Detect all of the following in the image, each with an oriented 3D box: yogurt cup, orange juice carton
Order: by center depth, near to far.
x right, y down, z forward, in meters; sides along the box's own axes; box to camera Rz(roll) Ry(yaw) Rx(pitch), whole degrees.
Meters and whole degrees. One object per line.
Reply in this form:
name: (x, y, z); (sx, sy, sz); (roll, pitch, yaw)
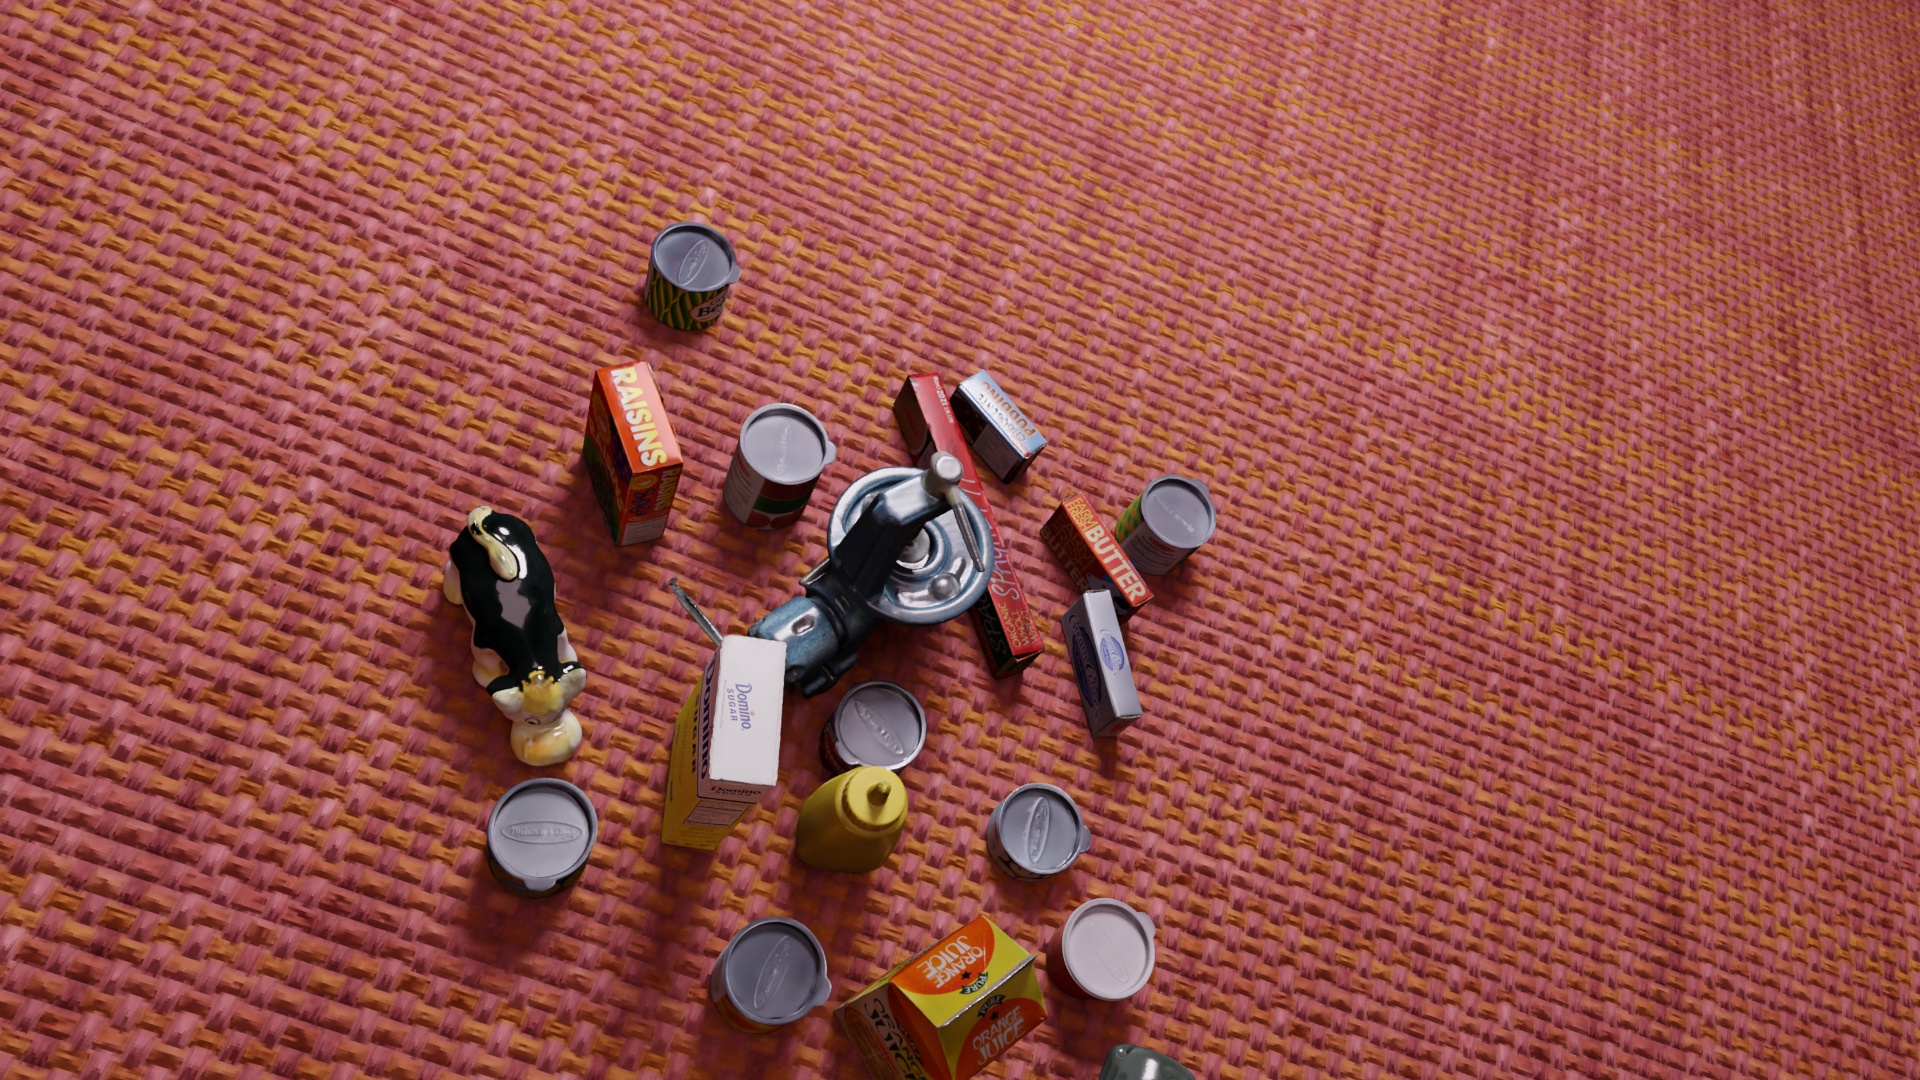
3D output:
orange juice carton: (-0.011, 0.289, 0.852); (0.072, 0.191, 0.073); (-27, 77, -28)
yogurt cup: (0.094, 0.289, 0.970); (0.072, 0.053, 0.072); (8, 63, -16)

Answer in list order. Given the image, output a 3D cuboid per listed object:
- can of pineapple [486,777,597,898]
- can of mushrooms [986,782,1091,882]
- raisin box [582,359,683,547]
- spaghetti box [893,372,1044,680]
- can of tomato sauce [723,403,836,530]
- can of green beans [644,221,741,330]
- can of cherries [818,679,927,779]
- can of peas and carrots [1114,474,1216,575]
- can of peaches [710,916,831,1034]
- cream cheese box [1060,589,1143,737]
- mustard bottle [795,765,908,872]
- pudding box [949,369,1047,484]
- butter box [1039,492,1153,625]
can of pineapple: (-0.269, 0.193, 0.887); (0.071, 0.057, 0.071); (8, 63, -16)
can of mushrooms: (0.056, 0.213, 1.005); (0.071, 0.033, 0.071); (8, 63, -16)
raisin box: (-0.233, -0.059, 0.986); (0.040, 0.122, 0.086); (-14, 71, -25)
spaghetti box: (0.004, -0.014, 1.089); (0.029, 0.050, 0.250); (-12, 70, -24)
can of tomato sauce: (-0.137, -0.053, 1.040); (0.071, 0.082, 0.071); (8, 63, -16)
can of green beans: (-0.216, -0.209, 1.104); (0.071, 0.057, 0.071); (8, 63, -16)
can of cherries: (-0.065, 0.140, 0.984); (0.071, 0.058, 0.072); (8, 63, -16)
can of peas and carrots: (0.169, -0.014, 1.142); (0.071, 0.058, 0.071); (8, 63, -16)
can of peaches: (-0.123, 0.282, 0.894); (0.071, 0.057, 0.071); (8, 63, -16)
cream cheese box: (0.108, 0.095, 1.070); (0.024, 0.053, 0.104); (-4, 67, -21)
mustard bottle: (-0.065, 0.179, 0.906); (0.065, 0.159, 0.049); (12, 62, -13)
pudding box: (0.027, -0.093, 1.136); (0.030, 0.049, 0.084); (-37, 81, -30)
butter box: (0.107, 0.017, 1.109); (0.024, 0.053, 0.103); (-27, 76, -28)
